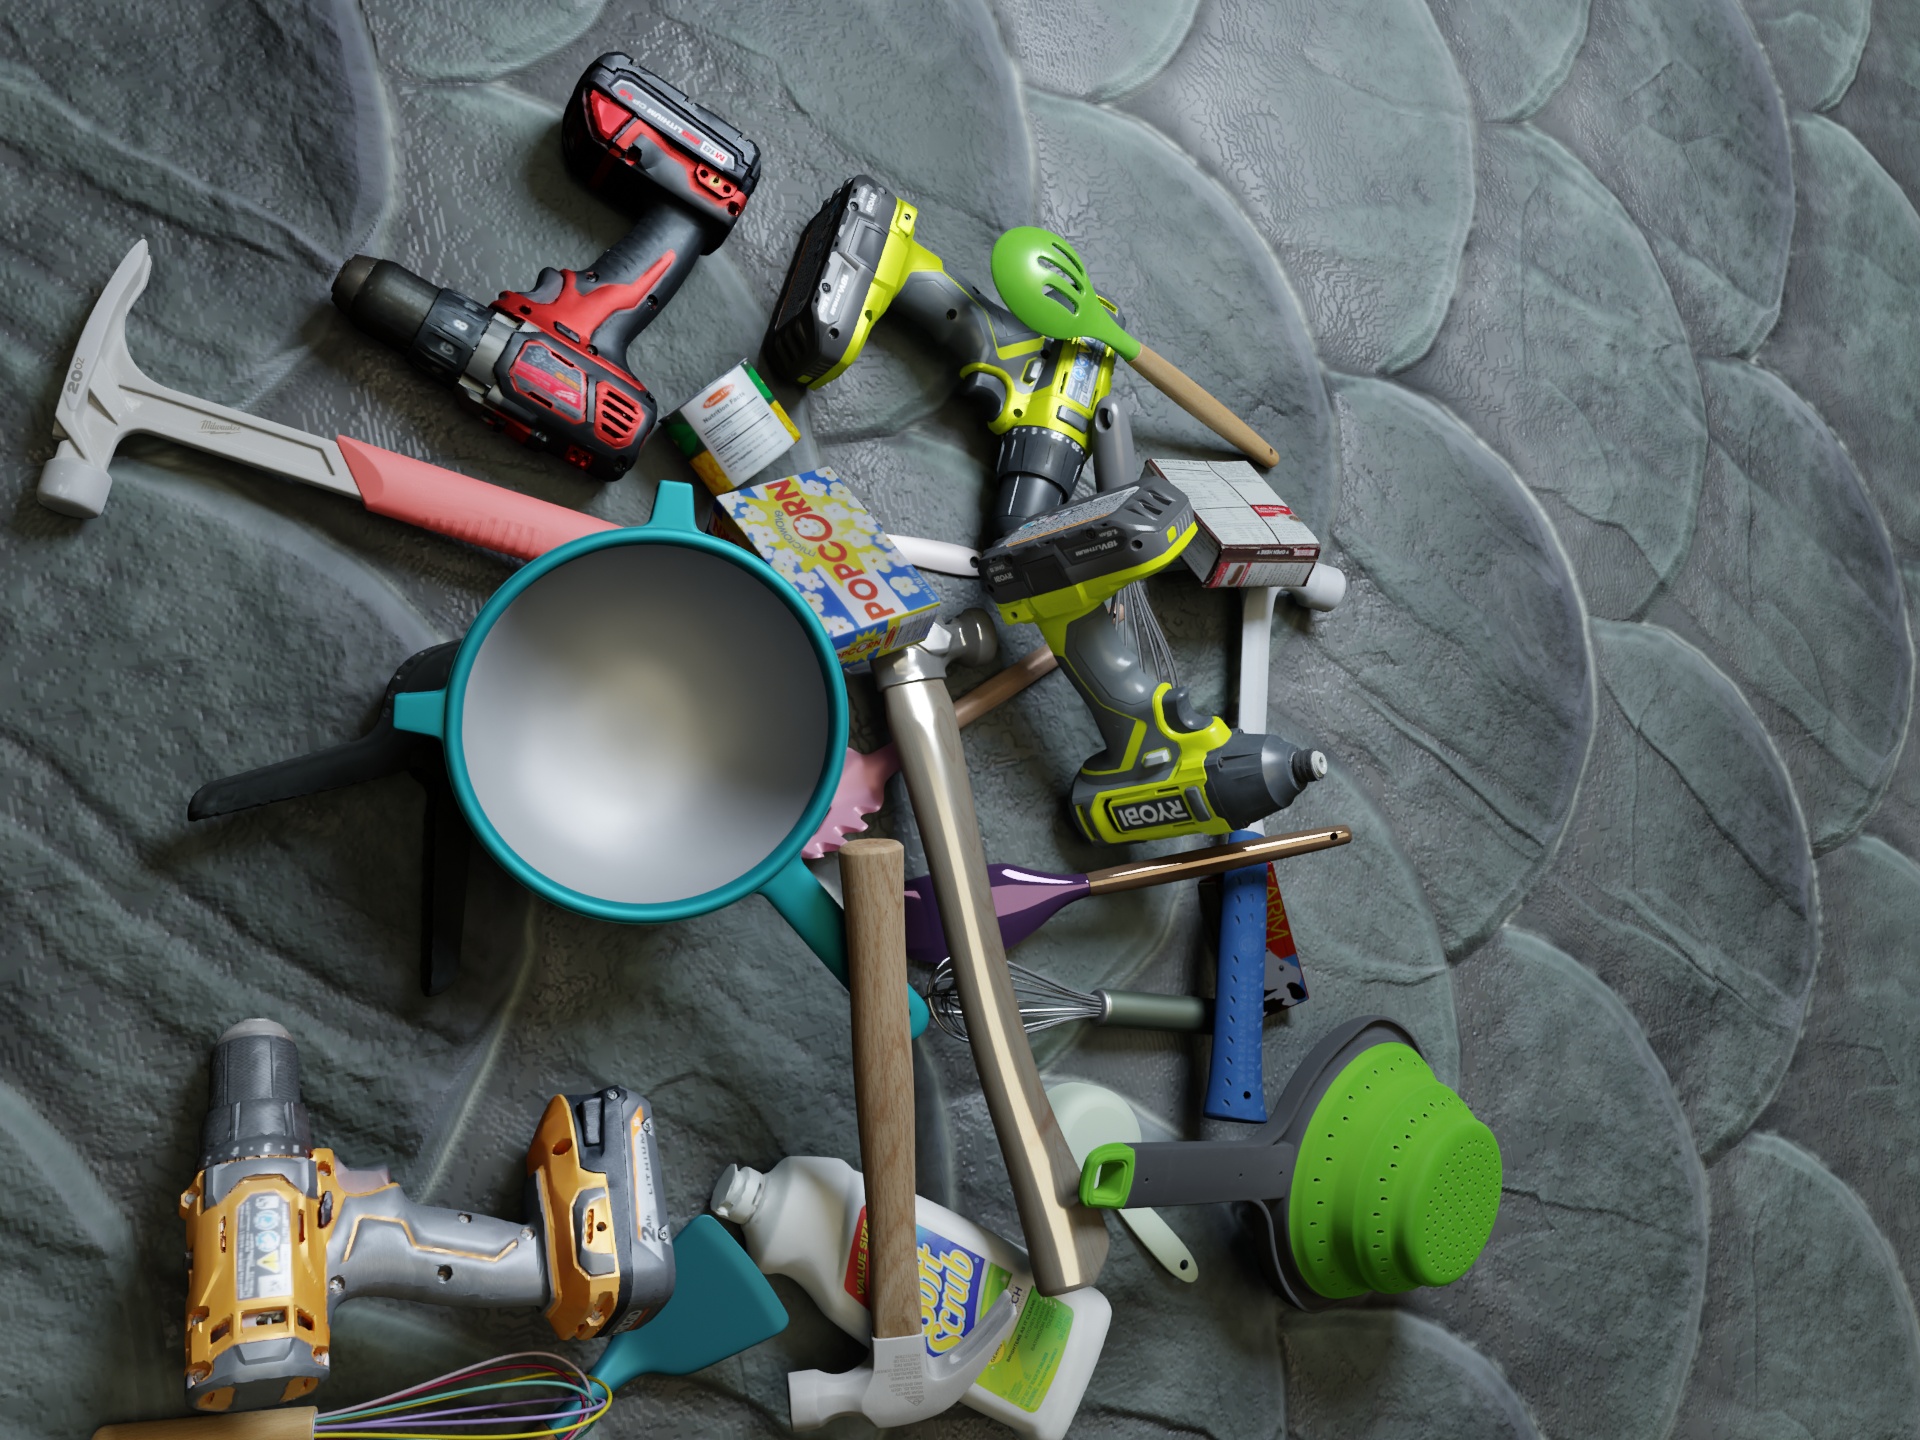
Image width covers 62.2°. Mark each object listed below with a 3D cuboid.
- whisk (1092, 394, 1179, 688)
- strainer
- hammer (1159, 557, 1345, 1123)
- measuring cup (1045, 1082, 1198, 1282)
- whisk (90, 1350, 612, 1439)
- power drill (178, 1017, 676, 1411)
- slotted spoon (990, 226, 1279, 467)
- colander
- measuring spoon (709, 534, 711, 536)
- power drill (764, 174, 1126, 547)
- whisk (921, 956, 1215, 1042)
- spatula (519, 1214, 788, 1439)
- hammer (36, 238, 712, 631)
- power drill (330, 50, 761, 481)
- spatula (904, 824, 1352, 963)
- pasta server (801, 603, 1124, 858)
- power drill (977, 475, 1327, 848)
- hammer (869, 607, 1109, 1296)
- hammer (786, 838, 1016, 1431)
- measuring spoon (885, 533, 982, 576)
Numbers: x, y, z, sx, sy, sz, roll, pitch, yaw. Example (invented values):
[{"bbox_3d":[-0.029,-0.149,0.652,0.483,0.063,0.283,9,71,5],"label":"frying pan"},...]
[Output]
[{"bbox_3d":[0.113,-0.097,1.064,0.055,0.055,0.239,-14,103,-28],"label":"whisk"},{"bbox_3d":[-0.136,0.046,0.893,0.211,0.095,0.340,-41,108,-9],"label":"strainer"},{"bbox_3d":[0.192,0.066,1.093,0.144,0.035,0.406,13,71,-21],"label":"hammer"},{"bbox_3d":[0.110,0.307,1.033,0.083,0.038,0.167,-45,101,-26],"label":"measuring cup"},{"bbox_3d":[-0.300,0.352,0.798,0.245,0.051,0.047,0,39,-14],"label":"whisk"},{"bbox_3d":[-0.273,0.237,0.811,0.226,0.084,0.186,3,53,-29],"label":"power drill"},{"bbox_3d":[0.132,-0.242,1.084,0.313,0.031,0.070,25,70,-44],"label":"slotted spoon"},{"bbox_3d":[0.233,0.293,0.999,0.396,0.094,0.204,13,88,-43],"label":"colander"},{"bbox_3d":[-0.150,-0.105,0.982,0.042,0.021,0.129,44,56,-6],"label":"measuring spoon"},{"bbox_3d":[-0.005,-0.230,1.040,0.228,0.080,0.191,24,71,-25],"label":"power drill"},{"bbox_3d":[0.083,0.187,1.037,0.246,0.059,0.058,11,60,-31],"label":"whisk"},{"bbox_3d":[-0.236,0.396,0.839,0.317,0.044,0.082,-39,97,-26],"label":"spatula"},{"bbox_3d":[-0.296,-0.134,0.882,0.359,0.037,0.149,17,75,-19],"label":"hammer"},{"bbox_3d":[-0.236,-0.274,0.930,0.187,0.080,0.227,29,73,-20],"label":"power drill"},{"bbox_3d":[0.107,0.104,1.033,0.316,0.018,0.060,-11,87,-11],"label":"spatula"},{"bbox_3d":[-0.002,-0.003,1.027,0.316,0.040,0.060,-33,89,-29],"label":"pasta server"},{"bbox_3d":[0.119,-0.030,0.997,0.080,0.171,0.223,-46,116,-49],"label":"power drill"},{"bbox_3d":[0.000,0.133,0.945,0.146,0.038,0.411,-9,77,-29],"label":"hammer"},{"bbox_3d":[-0.038,0.229,0.879,0.130,0.031,0.331,-3,97,-9],"label":"hammer"},{"bbox_3d":[-0.030,-0.113,1.040,0.124,0.018,0.034,9,78,-27],"label":"measuring spoon"}]
